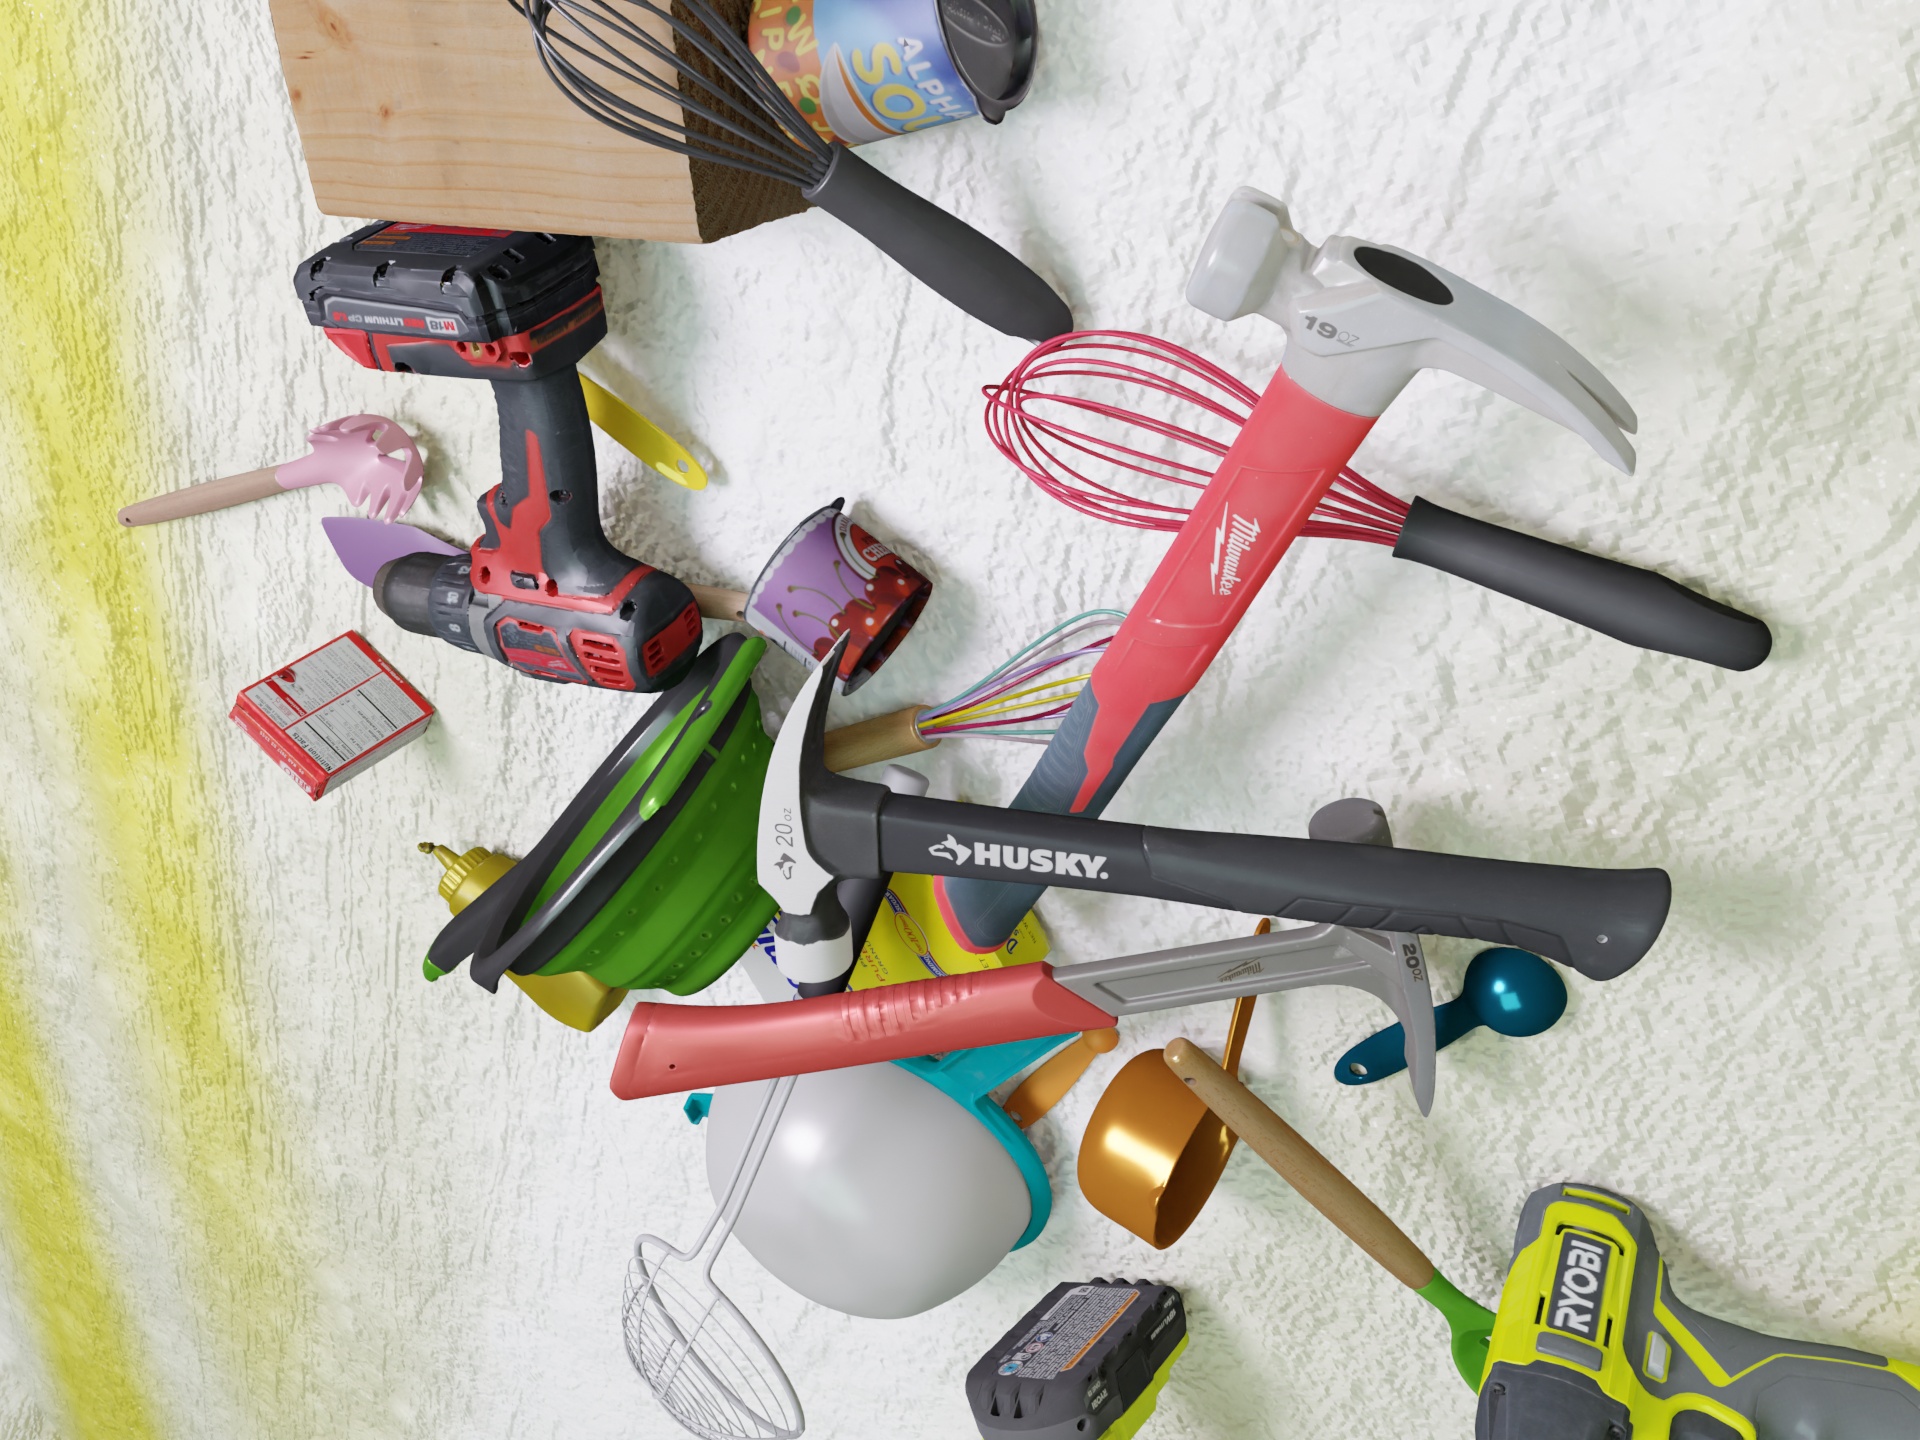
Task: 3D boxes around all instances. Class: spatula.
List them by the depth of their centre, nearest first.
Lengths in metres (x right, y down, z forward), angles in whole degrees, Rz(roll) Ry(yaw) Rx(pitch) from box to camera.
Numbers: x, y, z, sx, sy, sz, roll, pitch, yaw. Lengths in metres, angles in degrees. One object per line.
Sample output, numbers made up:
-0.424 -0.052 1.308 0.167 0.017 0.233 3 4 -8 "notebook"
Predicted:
-0.227 -0.074 0.849 0.316 0.018 0.059 9 134 30 "spatula"

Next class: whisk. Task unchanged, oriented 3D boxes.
-0.050 -0.194 0.565 0.238 0.055 0.055 25 142 -32 "whisk"
0.143 -0.078 0.578 0.296 0.073 0.073 22 128 14 "whisk"
-0.003 -0.003 0.731 0.245 0.047 0.051 -15 110 42 "whisk"

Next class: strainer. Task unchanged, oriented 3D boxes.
-0.036 0.233 0.829 0.211 0.095 0.340 36 140 -5 "strainer"

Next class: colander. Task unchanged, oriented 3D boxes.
-0.181 0.094 0.827 0.094 0.205 0.397 39 141 -15 "colander"

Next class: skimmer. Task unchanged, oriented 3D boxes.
-0.076 0.193 0.784 0.127 0.090 0.363 28 99 34 "skimmer"

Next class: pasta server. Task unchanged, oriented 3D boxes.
-0.409 -0.133 0.919 0.316 0.040 0.060 -3 127 36 "pasta server"

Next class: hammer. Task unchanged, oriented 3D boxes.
0.085 0.050 0.595 0.335 0.035 0.146 6 117 12 "hammer"
0.083 -0.009 0.606 0.143 0.038 0.386 26 138 -1 "hammer"
0.019 0.131 0.692 0.359 0.037 0.149 -12 117 13 "hammer"

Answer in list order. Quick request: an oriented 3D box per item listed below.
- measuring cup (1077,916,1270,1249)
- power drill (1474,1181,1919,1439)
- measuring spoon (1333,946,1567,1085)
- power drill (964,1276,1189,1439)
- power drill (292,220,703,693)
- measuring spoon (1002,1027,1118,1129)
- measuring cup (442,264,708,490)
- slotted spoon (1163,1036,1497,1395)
0.103 0.163 0.752 0.052 0.095 0.173 22 110 29 "measuring cup"
0.319 0.284 0.616 0.223 0.171 0.080 13 124 23 "power drill"
0.207 0.139 0.694 0.042 0.021 0.128 46 133 0 "measuring spoon"
0.100 0.427 0.861 0.080 0.190 0.228 -14 96 39 "power drill"
-0.227 -0.119 0.749 0.188 0.080 0.226 11 130 26 "power drill"
0.048 0.191 0.839 0.021 0.011 0.117 41 132 5 "measuring spoon"
-0.177 -0.165 0.756 0.156 0.029 0.062 38 134 -2 "measuring cup"
0.192 0.232 0.706 0.070 0.031 0.313 -25 121 41 "slotted spoon"
